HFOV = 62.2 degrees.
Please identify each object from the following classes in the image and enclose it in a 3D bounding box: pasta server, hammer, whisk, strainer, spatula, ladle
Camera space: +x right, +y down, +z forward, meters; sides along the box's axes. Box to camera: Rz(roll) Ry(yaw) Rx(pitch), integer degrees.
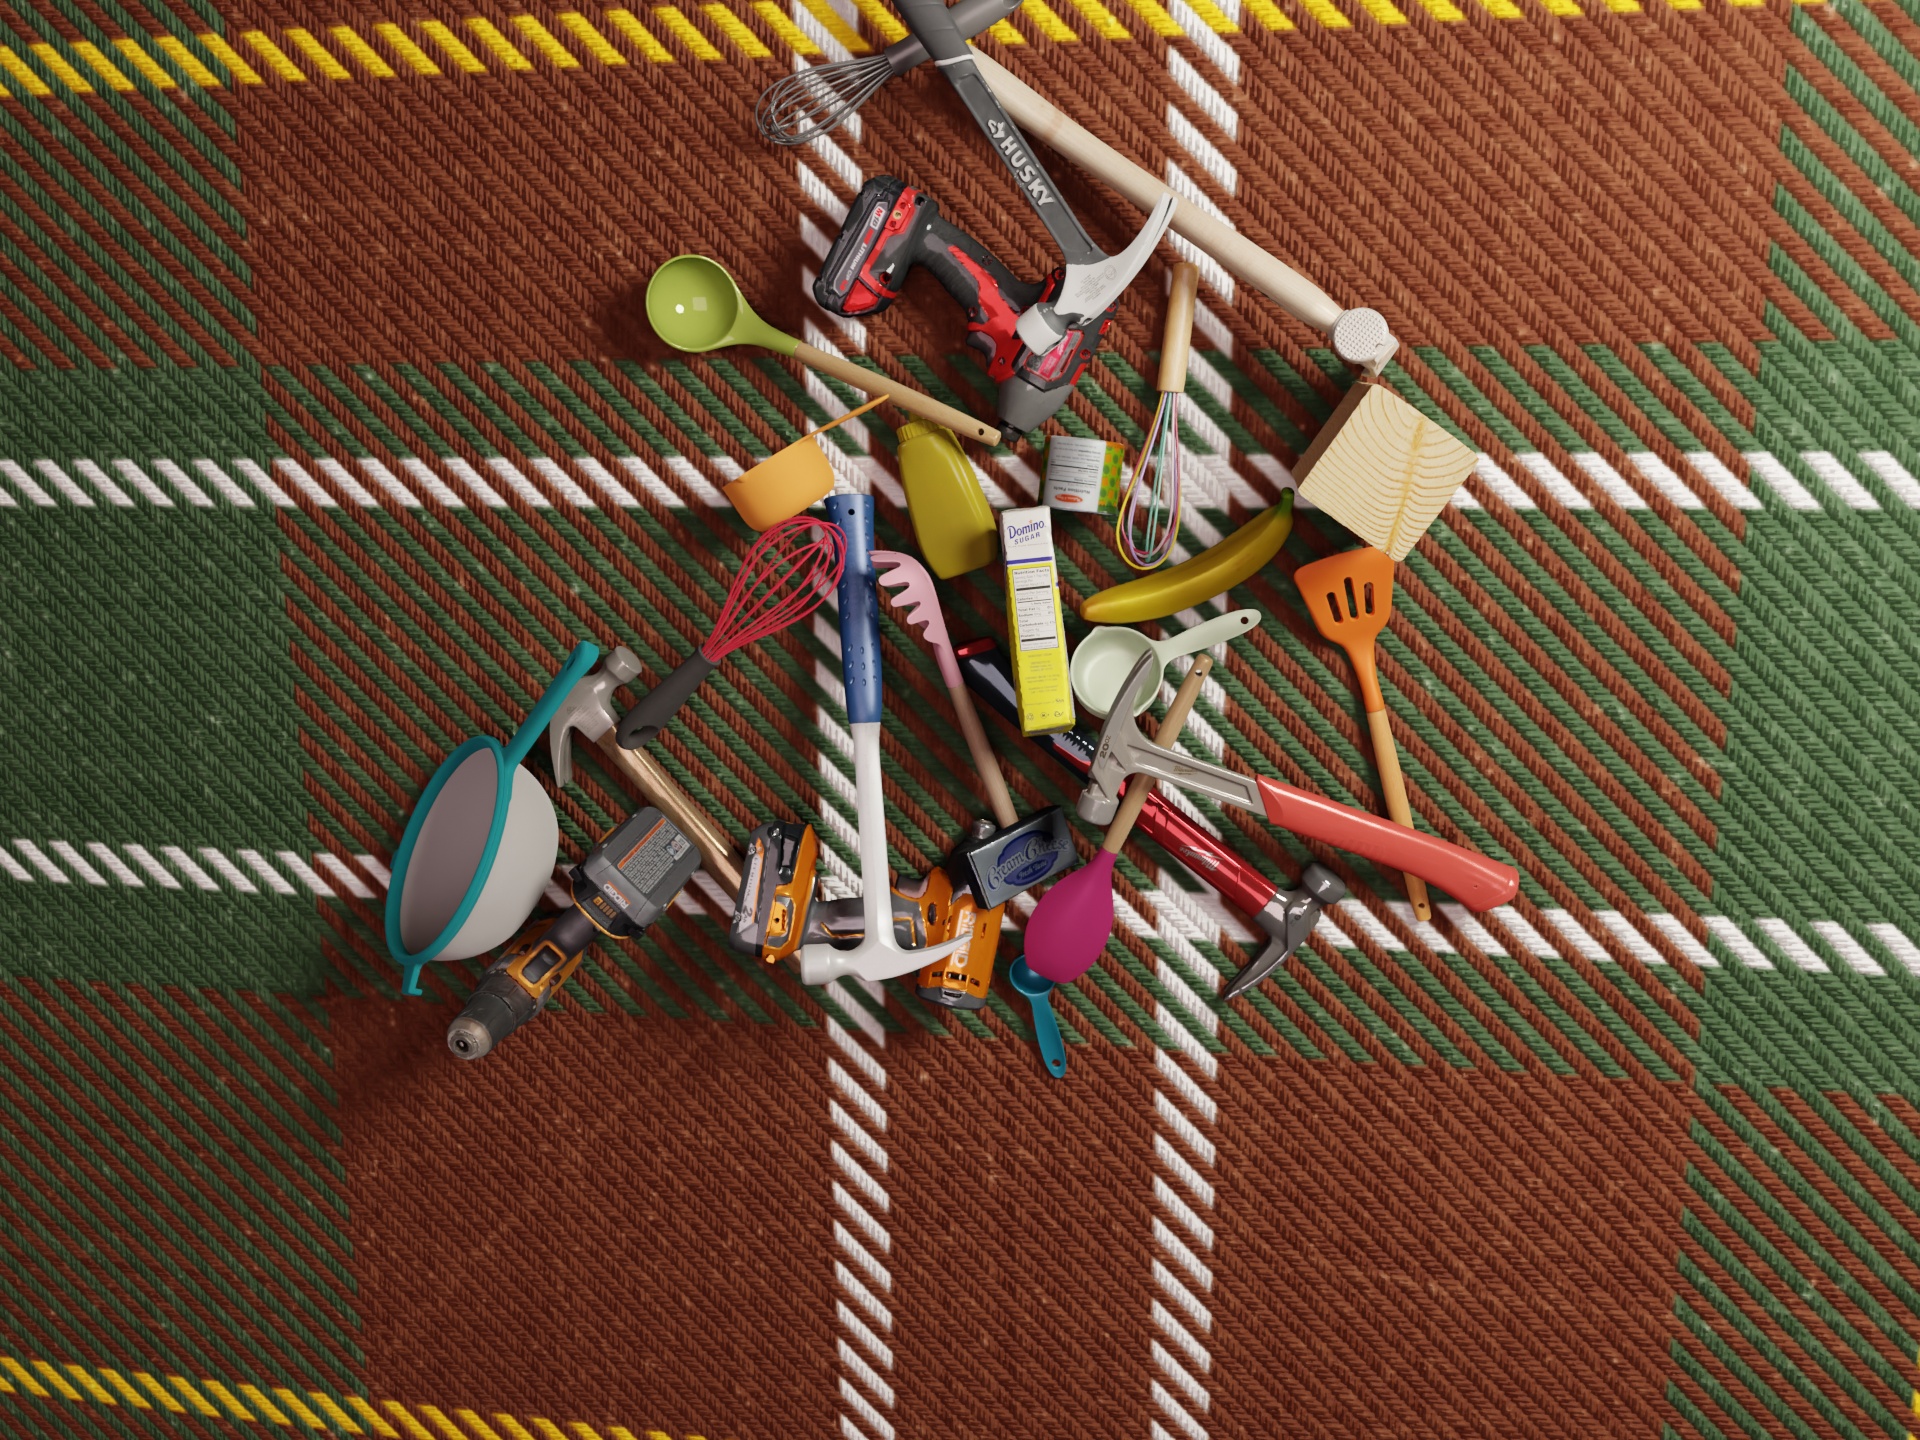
[{"bbox_3d":[-0.002,-0.004,1.335,0.040,0.060,0.316,-22,112,-1],"label":"pasta server"},{"bbox_3d":[0.283,0.067,1.285,0.359,0.037,0.149,19,108,-3],"label":"hammer"},{"bbox_3d":[-0.200,-0.068,1.338,0.073,0.073,0.295,47,115,-2],"label":"whisk"},{"bbox_3d":[0.009,-0.484,1.197,0.149,0.036,0.409,-35,82,26],"label":"hammer"},{"bbox_3d":[-0.073,0.013,1.332,0.144,0.035,0.405,-4,87,-4],"label":"hammer"},{"bbox_3d":[-0.245,0.098,1.436,0.130,0.031,0.331,-40,93,16],"label":"hammer"},{"bbox_3d":[-0.384,0.078,1.400,0.095,0.211,0.340,26,110,-35],"label":"strainer"},{"bbox_3d":[0.132,0.072,1.355,0.386,0.038,0.143,39,108,1],"label":"hammer"},{"bbox_3d":[0.160,-0.393,1.224,0.411,0.146,0.038,38,106,11],"label":"hammer"},{"bbox_3d":[0.162,-0.243,1.278,0.047,0.051,0.245,9,101,13],"label":"whisk"},{"bbox_3d":[0.346,0.016,1.300,0.081,0.041,0.322,-14,100,8],"label":"spatula"},{"bbox_3d":[-0.055,-0.523,1.257,0.239,0.055,0.055,-25,97,10],"label":"whisk"},{"bbox_3d":[-0.113,-0.292,1.290,0.320,0.062,0.078,26,102,13],"label":"ladle"}]

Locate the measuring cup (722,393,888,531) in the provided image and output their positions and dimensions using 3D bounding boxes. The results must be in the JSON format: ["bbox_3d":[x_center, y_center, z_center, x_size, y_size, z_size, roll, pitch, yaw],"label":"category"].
[{"bbox_3d":[-0.115,-0.209,1.301,0.173,0.095,0.052,-23,104,31],"label":"measuring cup"}]

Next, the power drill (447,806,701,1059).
[{"bbox_3d":[-0.343,0.191,1.381,0.084,0.185,0.226,46,116,-6],"label":"power drill"}]

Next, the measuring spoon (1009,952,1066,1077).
[{"bbox_3d":[0.075,0.261,1.422,0.042,0.021,0.128,-10,109,12],"label":"measuring spoon"}]

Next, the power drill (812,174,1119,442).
[{"bbox_3d":[0.001,-0.328,1.275,0.219,0.078,0.143,30,106,0],"label":"power drill"}]

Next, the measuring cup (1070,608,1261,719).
[{"bbox_3d":[0.171,-0.053,1.323,0.167,0.038,0.083,-22,75,-3],"label":"measuring cup"}]

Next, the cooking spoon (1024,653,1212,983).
[{"bbox_3d":[0.135,0.086,1.328,0.069,0.017,0.318,25,108,2],"label":"cooking spoon"}]

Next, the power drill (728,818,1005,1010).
[{"bbox_3d":[-0.074,0.150,1.381,0.226,0.084,0.164,12,88,0],"label":"power drill"}]
